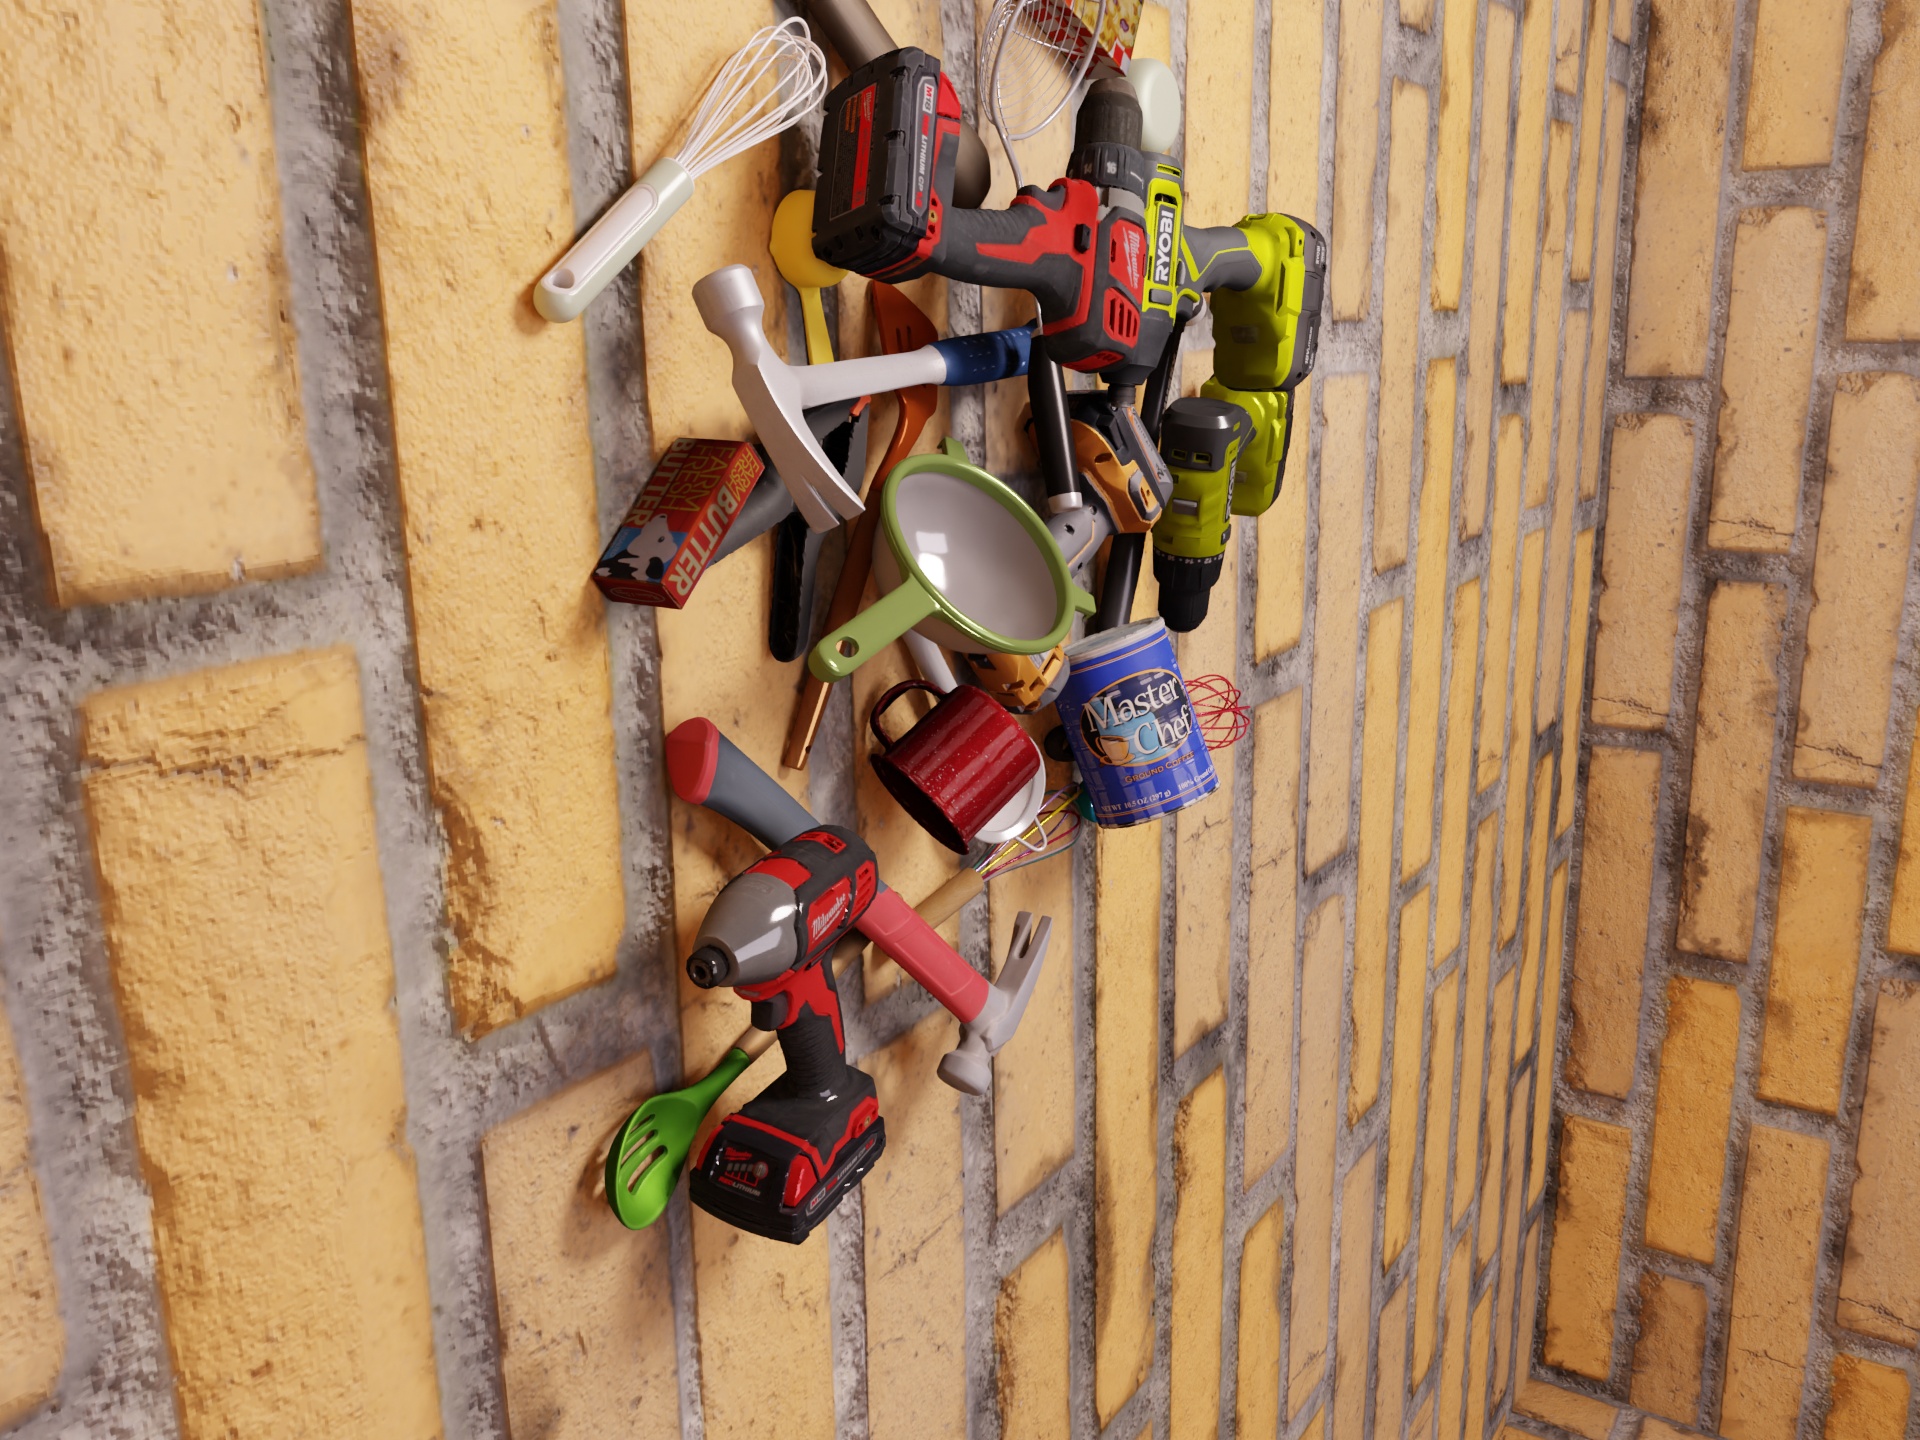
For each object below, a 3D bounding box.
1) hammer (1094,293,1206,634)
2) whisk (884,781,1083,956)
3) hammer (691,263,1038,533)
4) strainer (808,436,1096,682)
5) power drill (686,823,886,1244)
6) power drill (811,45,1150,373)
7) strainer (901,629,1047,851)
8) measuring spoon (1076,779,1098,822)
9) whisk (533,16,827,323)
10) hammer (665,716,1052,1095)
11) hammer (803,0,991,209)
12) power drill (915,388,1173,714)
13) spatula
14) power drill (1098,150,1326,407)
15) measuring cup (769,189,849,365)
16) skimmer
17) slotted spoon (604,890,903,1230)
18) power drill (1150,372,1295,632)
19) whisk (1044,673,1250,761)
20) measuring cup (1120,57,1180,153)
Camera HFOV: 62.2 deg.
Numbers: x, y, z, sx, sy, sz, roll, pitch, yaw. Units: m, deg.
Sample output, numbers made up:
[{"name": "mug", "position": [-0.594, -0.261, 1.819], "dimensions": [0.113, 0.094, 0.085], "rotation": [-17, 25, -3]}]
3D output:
[{"name": "hammer", "position": [0.148, -0.208, 1.303], "dimensions": [0.146, 0.035, 0.335], "rotation": [3, 98, -74]}, {"name": "whisk", "position": [0.021, 0.112, 1.199], "dimensions": [0.245, 0.047, 0.051], "rotation": [-34, 113, -43]}, {"name": "hammer", "position": [-0.021, -0.217, 1.002], "dimensions": [0.405, 0.035, 0.144], "rotation": [-32, 100, -60]}, {"name": "strainer", "position": [-0.029, -0.069, 0.969], "dimensions": [0.151, 0.069, 0.256], "rotation": [49, 39, 0]}, {"name": "power drill", "position": [-0.104, 0.182, 0.922], "dimensions": [0.143, 0.078, 0.219], "rotation": [-35, 132, -54]}, {"name": "power drill", "position": [0.028, -0.328, 0.968], "dimensions": [0.226, 0.080, 0.188], "rotation": [10, 83, -38]}, {"name": "strainer", "position": [-0.002, -0.004, 1.137], "dimensions": [0.087, 0.050, 0.258], "rotation": [-45, 128, -25]}, {"name": "measuring spoon", "position": [0.126, 0.049, 1.368], "dimensions": [0.128, 0.021, 0.042], "rotation": [-41, 130, -57]}, {"name": "whisk", "position": [-0.147, -0.295, 0.848], "dimensions": [0.246, 0.058, 0.059], "rotation": [-57, 170, -27]}, {"name": "hammer", "position": [-0.057, 0.104, 1.042], "dimensions": [0.385, 0.038, 0.143], "rotation": [50, 57, -42]}, {"name": "hammer", "position": [-0.090, -0.429, 0.913], "dimensions": [0.410, 0.038, 0.146], "rotation": [43, 63, -52]}, {"name": "power drill", "position": [0.052, -0.144, 1.155], "dimensions": [0.226, 0.084, 0.185], "rotation": [-58, 133, -24]}, {"name": "spatula", "position": [-0.067, -0.125, 1.029], "dimensions": [0.081, 0.041, 0.323], "rotation": [26, 79, -57]}, {"name": "power drill", "position": [0.176, -0.313, 1.180], "dimensions": [0.223, 0.080, 0.171], "rotation": [-5, 102, -46]}, {"name": "measuring cup", "position": [-0.079, -0.244, 0.974], "dimensions": [0.062, 0.029, 0.156], "rotation": [-36, 126, -48]}, {"name": "skimmer", "position": [0.074, -0.326, 1.070], "dimensions": [0.127, 0.090, 0.363], "rotation": [-3, 85, -67]}, {"name": "slotted spoon", "position": [-0.124, 0.199, 1.008], "dimensions": [0.314, 0.031, 0.070], "rotation": [-43, 131, -46]}, {"name": "power drill", "position": [0.216, -0.196, 1.345], "dimensions": [0.228, 0.080, 0.190], "rotation": [-50, 147, -54]}, {"name": "whisk", "position": [0.167, 0.004, 1.382], "dimensions": [0.295, 0.073, 0.073], "rotation": [-10, 105, -49]}, {"name": "measuring cup", "position": [0.132, -0.443, 1.243], "dimensions": [0.083, 0.038, 0.168], "rotation": [44, 59, -51]}]
